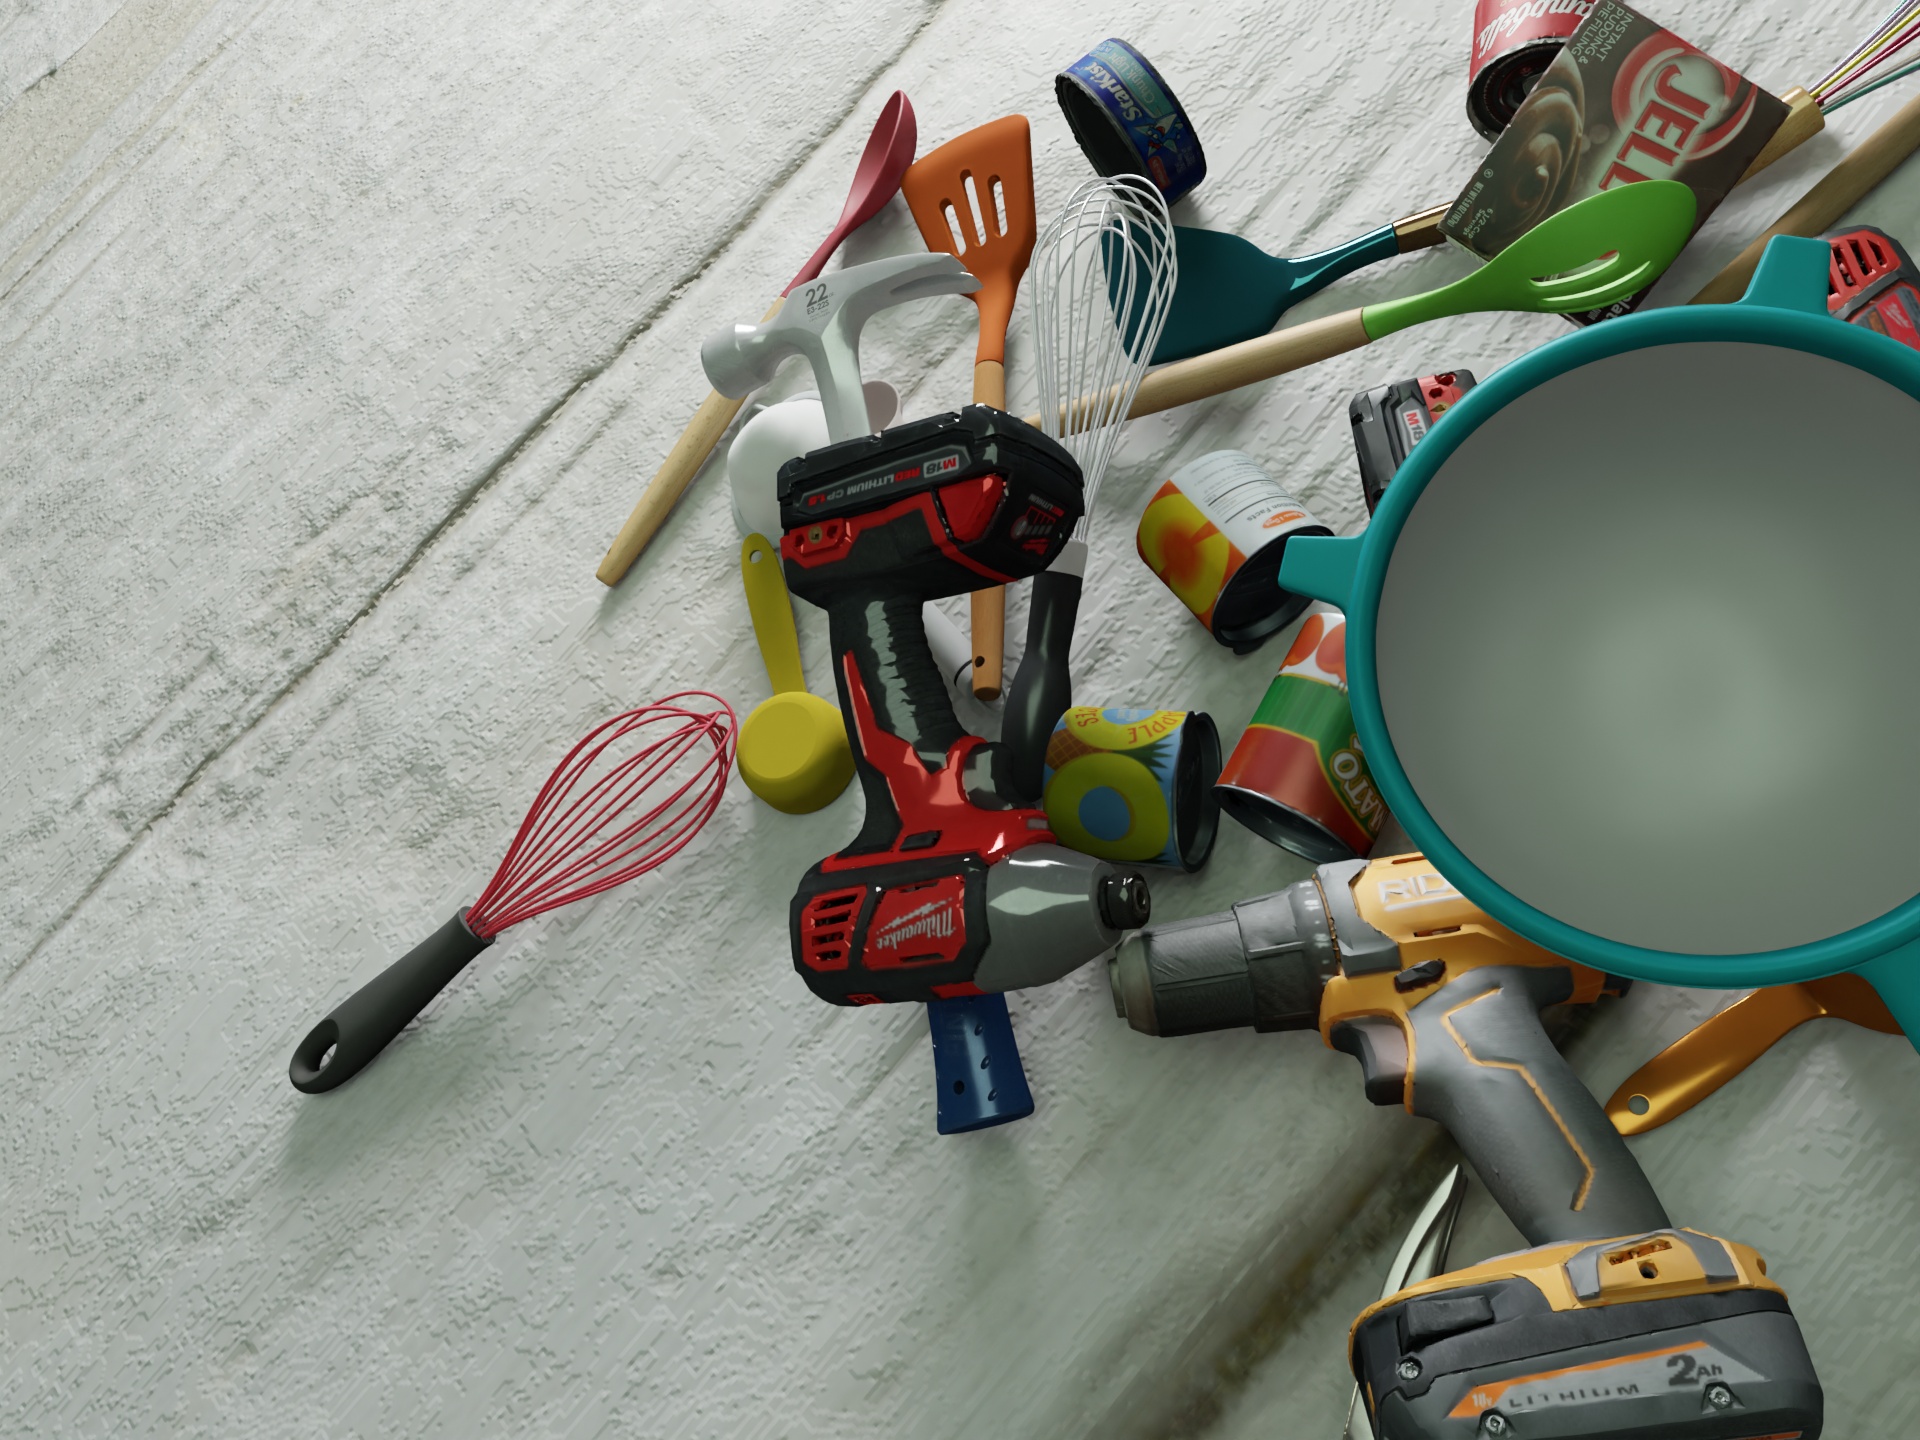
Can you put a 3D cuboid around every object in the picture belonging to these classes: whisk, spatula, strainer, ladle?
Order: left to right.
[{"bbox_3d":[-0.220,0.088,0.769,0.296,0.073,0.073,-40,57,10],"label":"whisk"},{"bbox_3d":[-0.108,-0.207,0.868,0.315,0.031,0.069,-58,19,-5],"label":"ladle"},{"bbox_3d":[-0.054,-0.089,0.787,0.087,0.050,0.259,-50,60,14],"label":"strainer"},{"bbox_3d":[0.009,-0.158,0.780,0.081,0.041,0.323,-16,58,29],"label":"spatula"},{"bbox_3d":[0.051,-0.104,0.708,0.070,0.070,0.284,7,88,26],"label":"whisk"},{"bbox_3d":[0.225,-0.233,0.728,0.317,0.044,0.082,-14,69,16],"label":"spatula"},{"bbox_3d":[0.268,0.033,0.510,0.211,0.095,0.340,-32,77,12],"label":"strainer"},{"bbox_3d":[0.373,-0.272,0.660,0.245,0.047,0.051,-34,86,20],"label":"whisk"}]

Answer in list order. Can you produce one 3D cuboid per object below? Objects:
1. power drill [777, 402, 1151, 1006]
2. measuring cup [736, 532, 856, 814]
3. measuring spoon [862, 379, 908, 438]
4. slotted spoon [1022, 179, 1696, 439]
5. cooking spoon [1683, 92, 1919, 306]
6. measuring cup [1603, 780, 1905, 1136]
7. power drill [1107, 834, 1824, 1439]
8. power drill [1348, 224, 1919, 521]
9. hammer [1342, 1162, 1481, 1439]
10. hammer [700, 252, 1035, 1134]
[{"bbox_3d":[-0.001,-0.002,0.625,0.143,0.078,0.220,-10,77,29],"label":"power drill"},{"bbox_3d":[-0.092,-0.030,0.774,0.062,0.029,0.157,-22,66,14],"label":"measuring cup"},{"bbox_3d":[-0.014,-0.130,0.806,0.034,0.018,0.124,-48,64,2],"label":"measuring spoon"},{"bbox_3d":[0.156,-0.165,0.697,0.314,0.070,0.031,-11,72,36],"label":"slotted spoon"},{"bbox_3d":[0.419,-0.266,0.673,0.319,0.017,0.069,-42,46,1],"label":"cooking spoon"},{"bbox_3d":[0.292,0.085,0.545,0.173,0.052,0.095,-37,58,2],"label":"measuring cup"},{"bbox_3d":[0.151,0.138,0.525,0.185,0.084,0.226,-9,43,5],"label":"power drill"},{"bbox_3d":[0.282,-0.081,0.616,0.226,0.080,0.188,-15,62,13],"label":"power drill"},{"bbox_3d":[0.321,0.258,0.463,0.411,0.038,0.146,11,70,27],"label":"hammer"},{"bbox_3d":[-0.024,-0.026,0.707,0.144,0.035,0.406,-21,69,23],"label":"hammer"}]
